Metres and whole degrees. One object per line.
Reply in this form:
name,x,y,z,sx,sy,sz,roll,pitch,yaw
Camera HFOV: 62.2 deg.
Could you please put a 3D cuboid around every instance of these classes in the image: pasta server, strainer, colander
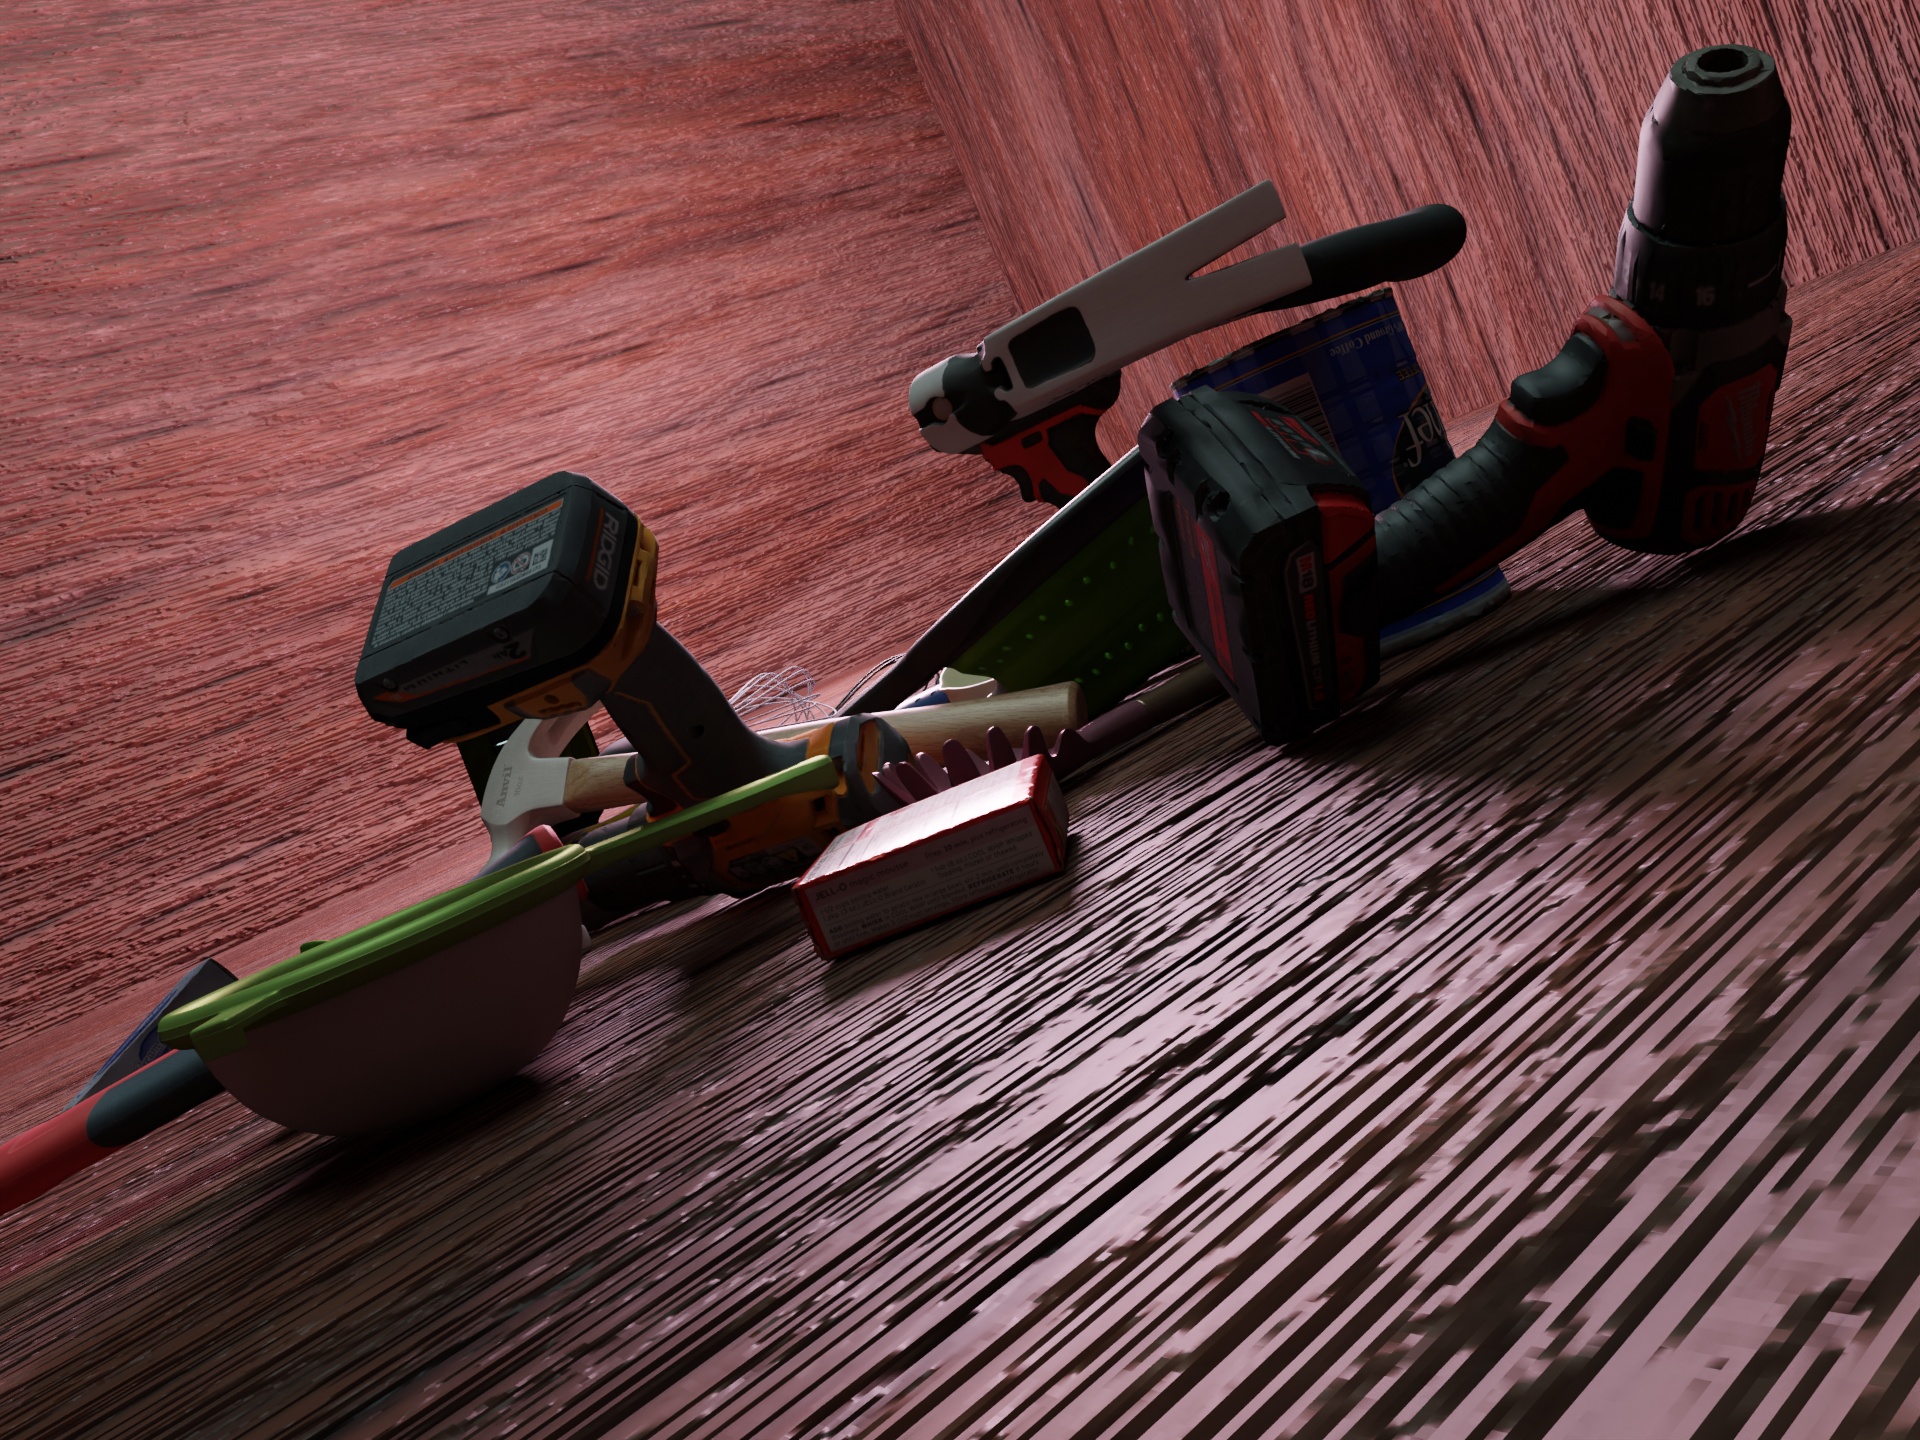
pasta server,0.097,-0.019,0.723,0.316,0.040,0.060,-25,2,-33
strainer,-0.148,0.084,0.580,0.256,0.069,0.151,-22,3,-28
colander,0.018,-0.017,0.878,0.397,0.094,0.204,-40,2,23

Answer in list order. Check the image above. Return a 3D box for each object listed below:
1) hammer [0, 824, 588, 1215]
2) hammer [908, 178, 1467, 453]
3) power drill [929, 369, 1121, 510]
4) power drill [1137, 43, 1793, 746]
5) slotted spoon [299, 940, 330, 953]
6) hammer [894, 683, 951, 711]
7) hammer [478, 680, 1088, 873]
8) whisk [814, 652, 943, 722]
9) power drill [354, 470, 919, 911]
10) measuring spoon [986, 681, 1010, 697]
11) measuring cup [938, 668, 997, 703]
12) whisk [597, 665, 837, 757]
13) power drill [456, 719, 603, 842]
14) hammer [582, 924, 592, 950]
hammer,-0.321,0.152,0.606,0.386,0.038,0.143,-30,8,-16
hammer,0.131,-0.178,0.639,0.146,0.035,0.335,-19,7,42
power drill,0.067,-0.139,1.061,0.143,0.219,0.078,-19,6,35
power drill,0.180,-0.106,0.543,0.226,0.187,0.080,-25,47,-5
slotted spoon,-0.255,0.114,0.924,0.314,0.031,0.070,-18,-31,19
hammer,-0.109,0.035,1.079,0.405,0.035,0.144,-26,5,-27
hammer,-0.097,0.018,0.807,0.331,0.130,0.031,-9,-28,19
whisk,-0.117,0.010,1.315,0.239,0.055,0.055,-29,7,-17
power drill,-0.149,0.010,0.687,0.185,0.226,0.084,-19,49,26
measuring spoon,-0.001,-0.003,0.944,0.124,0.018,0.034,-37,30,-1
measuring cup,0.045,-0.015,0.979,0.083,0.038,0.168,-32,24,-12
whisk,-0.165,0.008,1.095,0.070,0.070,0.284,-21,1,23
power drill,-0.279,-0.003,0.990,0.080,0.190,0.228,-21,0,-11
hammer,-0.350,0.159,0.871,0.149,0.036,0.409,-26,6,-43
